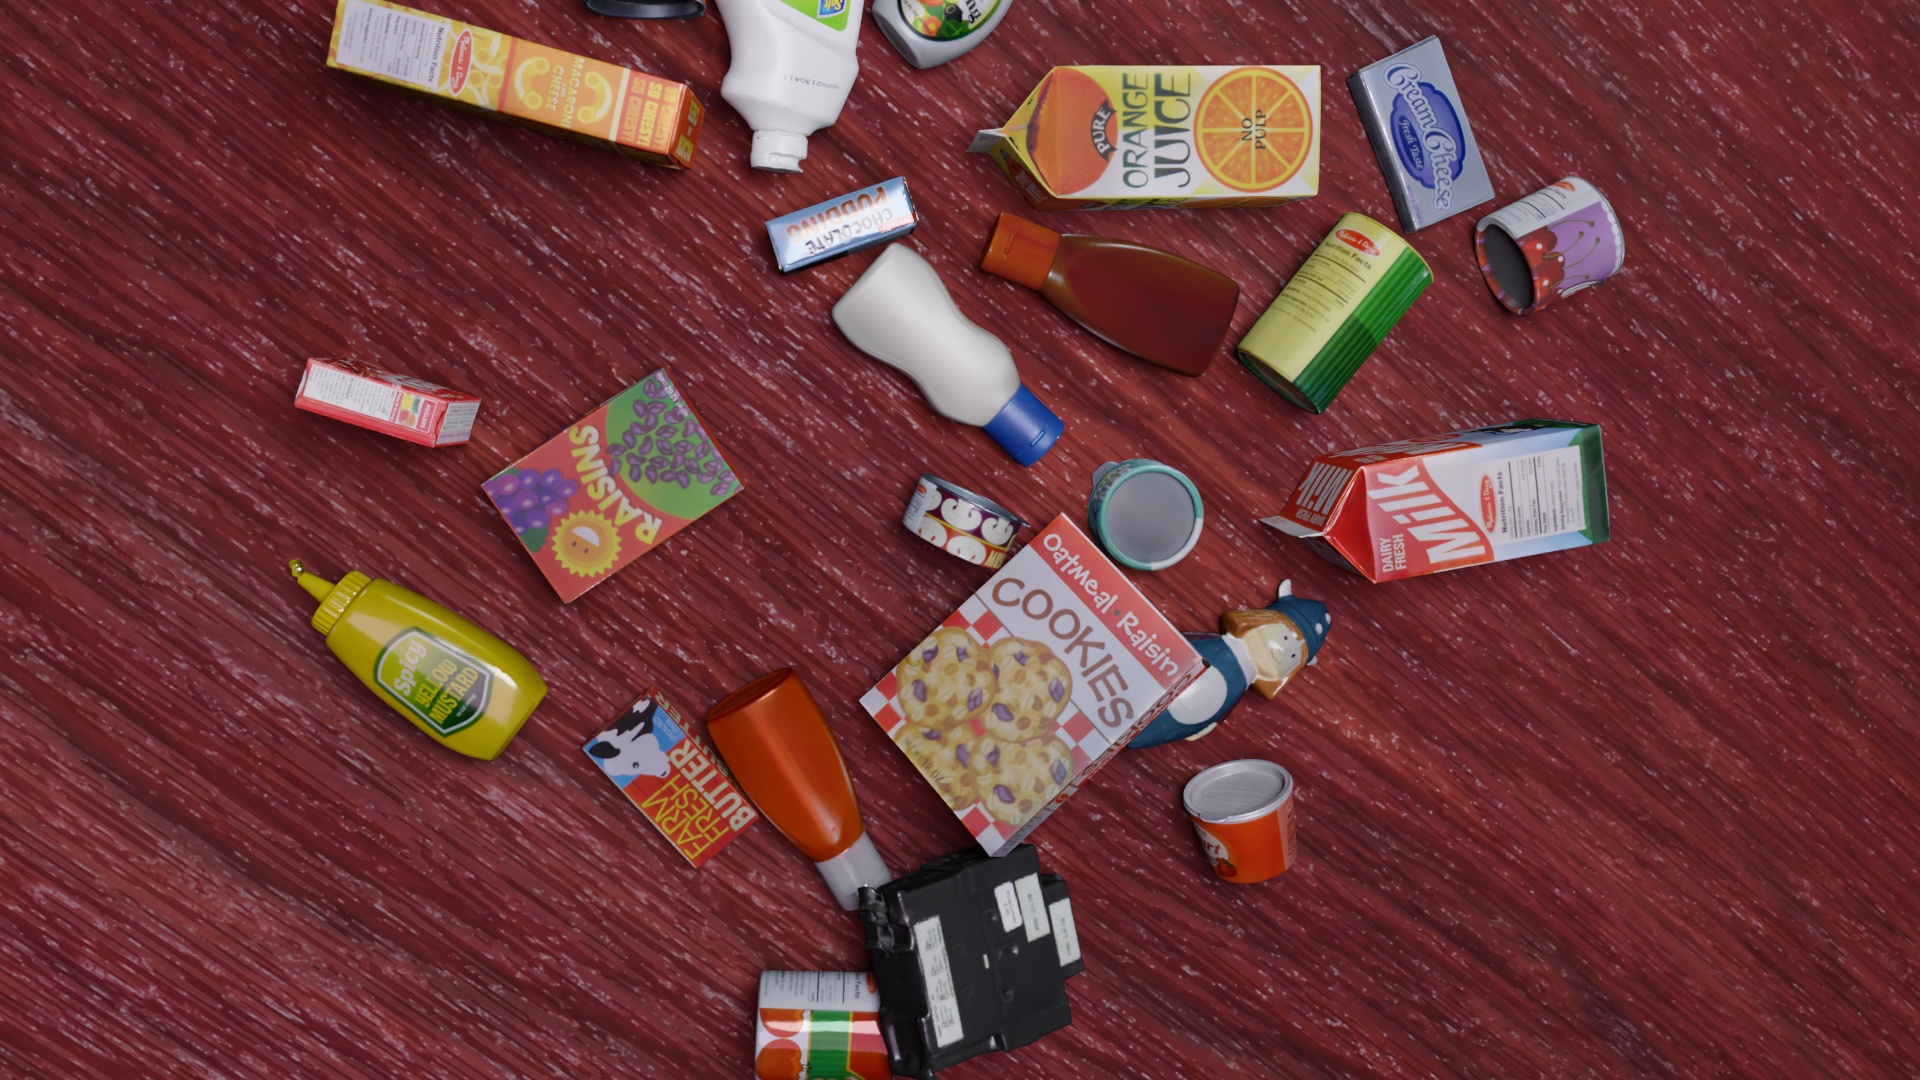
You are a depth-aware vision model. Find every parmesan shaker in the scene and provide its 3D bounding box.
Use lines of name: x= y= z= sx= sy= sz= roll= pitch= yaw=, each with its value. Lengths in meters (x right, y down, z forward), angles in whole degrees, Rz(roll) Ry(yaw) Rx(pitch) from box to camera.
parmesan shaker: x=0.219 y=-0.135 z=0.827 sx=0.071 sy=0.071 sz=0.103 roll=39 pitch=93 yaw=-10

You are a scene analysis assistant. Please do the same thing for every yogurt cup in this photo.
yogurt cup: x=0.177 y=0.176 z=0.866 sx=0.072 sy=0.072 sz=0.053 roll=-17 pitch=108 yaw=-4

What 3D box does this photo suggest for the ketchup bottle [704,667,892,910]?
ketchup bottle: x=-0.092 y=0.154 z=0.841 sx=0.065 sy=0.043 sz=0.148 roll=-29 pitch=100 yaw=-3

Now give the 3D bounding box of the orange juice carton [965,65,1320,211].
orange juice carton: x=0.101 y=-0.229 z=0.795 sx=0.193 sy=0.072 sz=0.073 roll=-2 pitch=98 yaw=-7

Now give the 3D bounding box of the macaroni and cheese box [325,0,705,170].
macaroni and cheese box: x=-0.225 y=-0.236 z=0.730 sx=0.166 sy=0.124 sz=0.040 roll=13 pitch=100 yaw=-8

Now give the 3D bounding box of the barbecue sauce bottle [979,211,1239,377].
barbecue sauce bottle: x=0.086 y=-0.150 z=0.819 sx=0.148 sy=0.044 sz=0.064 roll=20 pitch=95 yaw=-8

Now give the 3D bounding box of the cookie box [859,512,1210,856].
cookie box: x=0.044 y=0.085 z=0.823 sx=0.167 sy=0.040 sz=0.123 roll=-43 pitch=70 yaw=1

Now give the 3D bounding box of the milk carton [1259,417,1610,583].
milk carton: x=0.284 y=-0.023 z=0.845 sx=0.191 sy=0.072 sz=0.073 roll=-10 pitch=99 yaw=-6

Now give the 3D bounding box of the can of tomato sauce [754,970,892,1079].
can of tomato sauce: x=-0.083 y=0.300 z=0.851 sx=0.083 sy=0.071 sz=0.071 roll=3 pitch=98 yaw=-6

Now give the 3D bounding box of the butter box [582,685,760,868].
butter box: x=-0.173 y=0.143 z=0.840 sx=0.053 sy=0.024 sz=0.103 roll=-40 pitch=100 yaw=1

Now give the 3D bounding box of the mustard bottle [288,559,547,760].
mustard bottle: x=-0.319 y=0.062 z=0.799 sx=0.160 sy=0.049 sz=0.065 roll=36 pitch=91 yaw=-10

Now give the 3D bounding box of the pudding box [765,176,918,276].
pudding box: x=-0.068 y=-0.178 z=0.793 sx=0.084 sy=0.050 sz=0.030 roll=-20 pitch=99 yaw=-3

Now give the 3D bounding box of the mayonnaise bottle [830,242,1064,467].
mayonnaise bottle: x=-0.004 y=-0.104 z=0.817 sx=0.148 sy=0.041 sz=0.064 roll=42 pitch=93 yaw=-11

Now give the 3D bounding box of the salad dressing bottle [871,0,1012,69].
salad dressing bottle: x=0.018 y=-0.332 z=0.785 sx=0.147 sy=0.044 sz=0.064 roll=-42 pitch=102 yaw=0

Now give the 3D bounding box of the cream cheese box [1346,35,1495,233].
cream cheese box: x=0.277 y=-0.243 z=0.837 sx=0.053 sy=0.024 sz=0.103 roll=-25 pitch=100 yaw=-3

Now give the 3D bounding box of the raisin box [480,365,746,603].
raisin box: x=-0.199 y=-0.033 z=0.805 sx=0.123 sy=0.040 sz=0.086 roll=-34 pitch=101 yaw=-2

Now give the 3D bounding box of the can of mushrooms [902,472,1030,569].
can of mushrooms: x=0.003 y=-0.010 z=0.817 sx=0.071 sy=0.071 sz=0.033 roll=25 pitch=96 yaw=-9

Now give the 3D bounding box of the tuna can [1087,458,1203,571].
tuna can: x=0.111 y=-0.018 z=0.845 sx=0.071 sy=0.033 sz=0.071 roll=-1 pitch=99 yaw=-7

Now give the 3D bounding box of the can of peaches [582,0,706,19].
can of peaches: x=-0.171 y=-0.320 z=0.755 sx=0.071 sy=0.071 sz=0.058 roll=-2 pitch=98 yaw=-6

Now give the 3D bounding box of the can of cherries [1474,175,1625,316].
can of cherries: x=0.353 y=-0.174 z=0.835 sx=0.058 sy=0.071 sz=0.071 roll=-26 pitch=100 yaw=-2
